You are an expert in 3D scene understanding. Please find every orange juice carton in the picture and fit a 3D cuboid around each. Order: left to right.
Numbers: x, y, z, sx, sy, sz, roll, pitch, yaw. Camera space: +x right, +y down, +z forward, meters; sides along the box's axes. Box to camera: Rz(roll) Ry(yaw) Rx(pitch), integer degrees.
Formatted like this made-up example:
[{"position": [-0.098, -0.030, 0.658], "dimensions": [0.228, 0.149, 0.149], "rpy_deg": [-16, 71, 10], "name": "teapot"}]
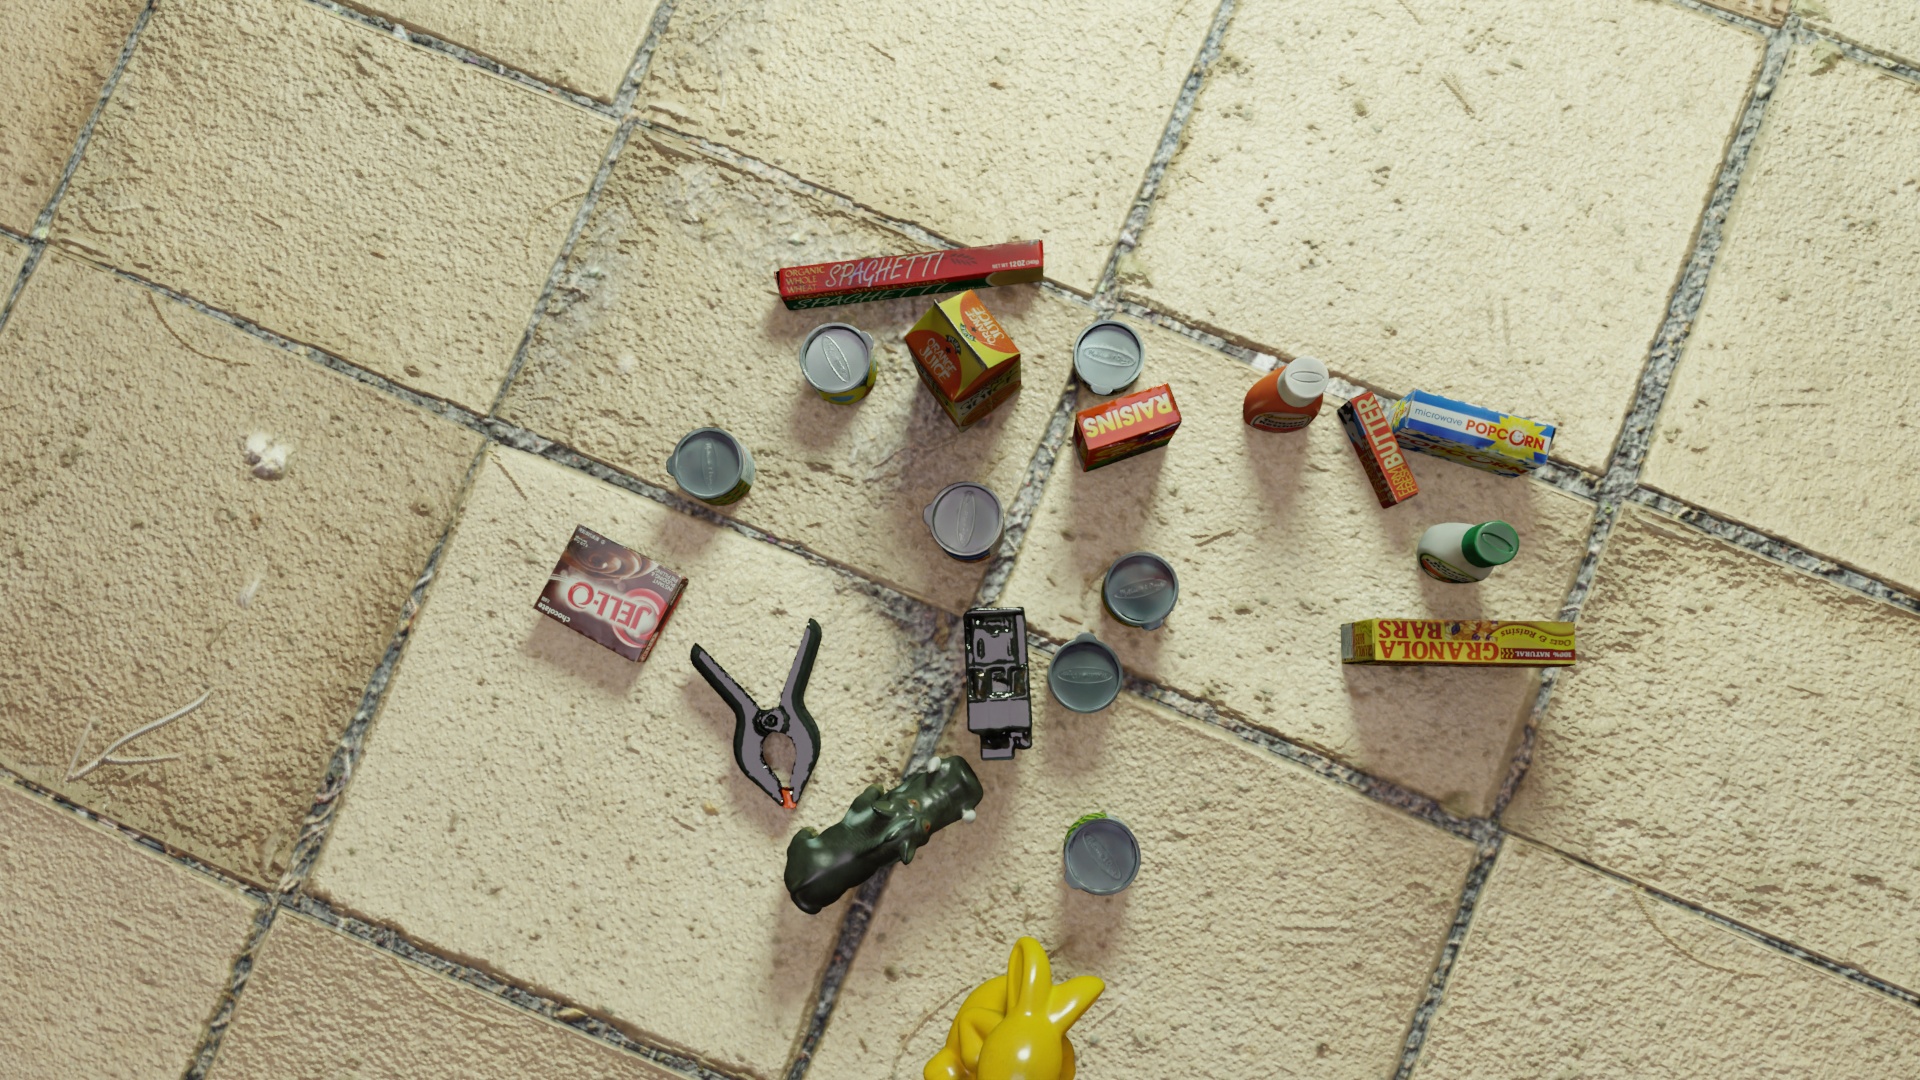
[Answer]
[{"position": [0.004, -0.158, 1.214], "dimensions": [0.073, 0.192, 0.072], "rpy_deg": [-36, 83, -1], "name": "orange juice carton"}]

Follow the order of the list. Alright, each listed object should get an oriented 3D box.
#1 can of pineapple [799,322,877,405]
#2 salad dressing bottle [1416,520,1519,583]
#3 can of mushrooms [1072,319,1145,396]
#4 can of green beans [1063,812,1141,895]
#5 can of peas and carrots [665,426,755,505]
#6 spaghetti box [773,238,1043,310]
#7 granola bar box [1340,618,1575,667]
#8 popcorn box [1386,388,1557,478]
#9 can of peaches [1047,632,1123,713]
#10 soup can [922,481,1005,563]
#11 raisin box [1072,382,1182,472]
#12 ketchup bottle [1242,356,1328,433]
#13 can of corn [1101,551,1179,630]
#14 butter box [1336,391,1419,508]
[{"position": [-0.110, -0.163, 1.288], "dimensions": [0.071, 0.058, 0.071], "rpy_deg": [0, 84, 3], "name": "can of pineapple"}, {"position": [0.438, 0.008, 1.197], "dimensions": [0.064, 0.147, 0.044], "rpy_deg": [30, 86, 5], "name": "salad dressing bottle"}, {"position": [0.136, -0.167, 1.289], "dimensions": [0.071, 0.033, 0.071], "rpy_deg": [0, 84, 3], "name": "can of mushrooms"}, {"position": [0.124, 0.276, 1.226], "dimensions": [0.071, 0.058, 0.071], "rpy_deg": [0, 84, 3], "name": "can of green beans"}, {"position": [-0.229, -0.067, 1.282], "dimensions": [0.071, 0.058, 0.071], "rpy_deg": [0, 84, 3], "name": "can of peas and carrots"}, {"position": [-0.046, -0.248, 1.298], "dimensions": [0.250, 0.050, 0.028], "rpy_deg": [-6, 84, 2], "name": "spaghetti box"}, {"position": [0.425, 0.090, 1.200], "dimensions": [0.166, 0.124, 0.039], "rpy_deg": [1, 84, 3], "name": "granola bar box"}, {"position": [0.451, -0.095, 1.239], "dimensions": [0.127, 0.085, 0.038], "rpy_deg": [16, 85, 4], "name": "popcorn box"}, {"position": [0.111, 0.119, 1.244], "dimensions": [0.071, 0.058, 0.071], "rpy_deg": [0, 84, 3], "name": "can of peaches"}, {"position": [0.004, -0.016, 1.252], "dimensions": [0.071, 0.083, 0.071], "rpy_deg": [0, 84, 3], "name": "soup can"}, {"position": [0.145, -0.098, 1.235], "dimensions": [0.086, 0.123, 0.040], "rpy_deg": [-18, 83, 1], "name": "raisin box"}, {"position": [0.290, -0.128, 1.219], "dimensions": [0.065, 0.148, 0.043], "rpy_deg": [4, 84, 3], "name": "ketchup bottle"}, {"position": [0.161, 0.048, 1.250], "dimensions": [0.071, 0.058, 0.071], "rpy_deg": [0, 84, 3], "name": "can of corn"}, {"position": [0.378, -0.081, 1.258], "dimensions": [0.024, 0.053, 0.103], "rpy_deg": [-23, 83, 0], "name": "butter box"}]
